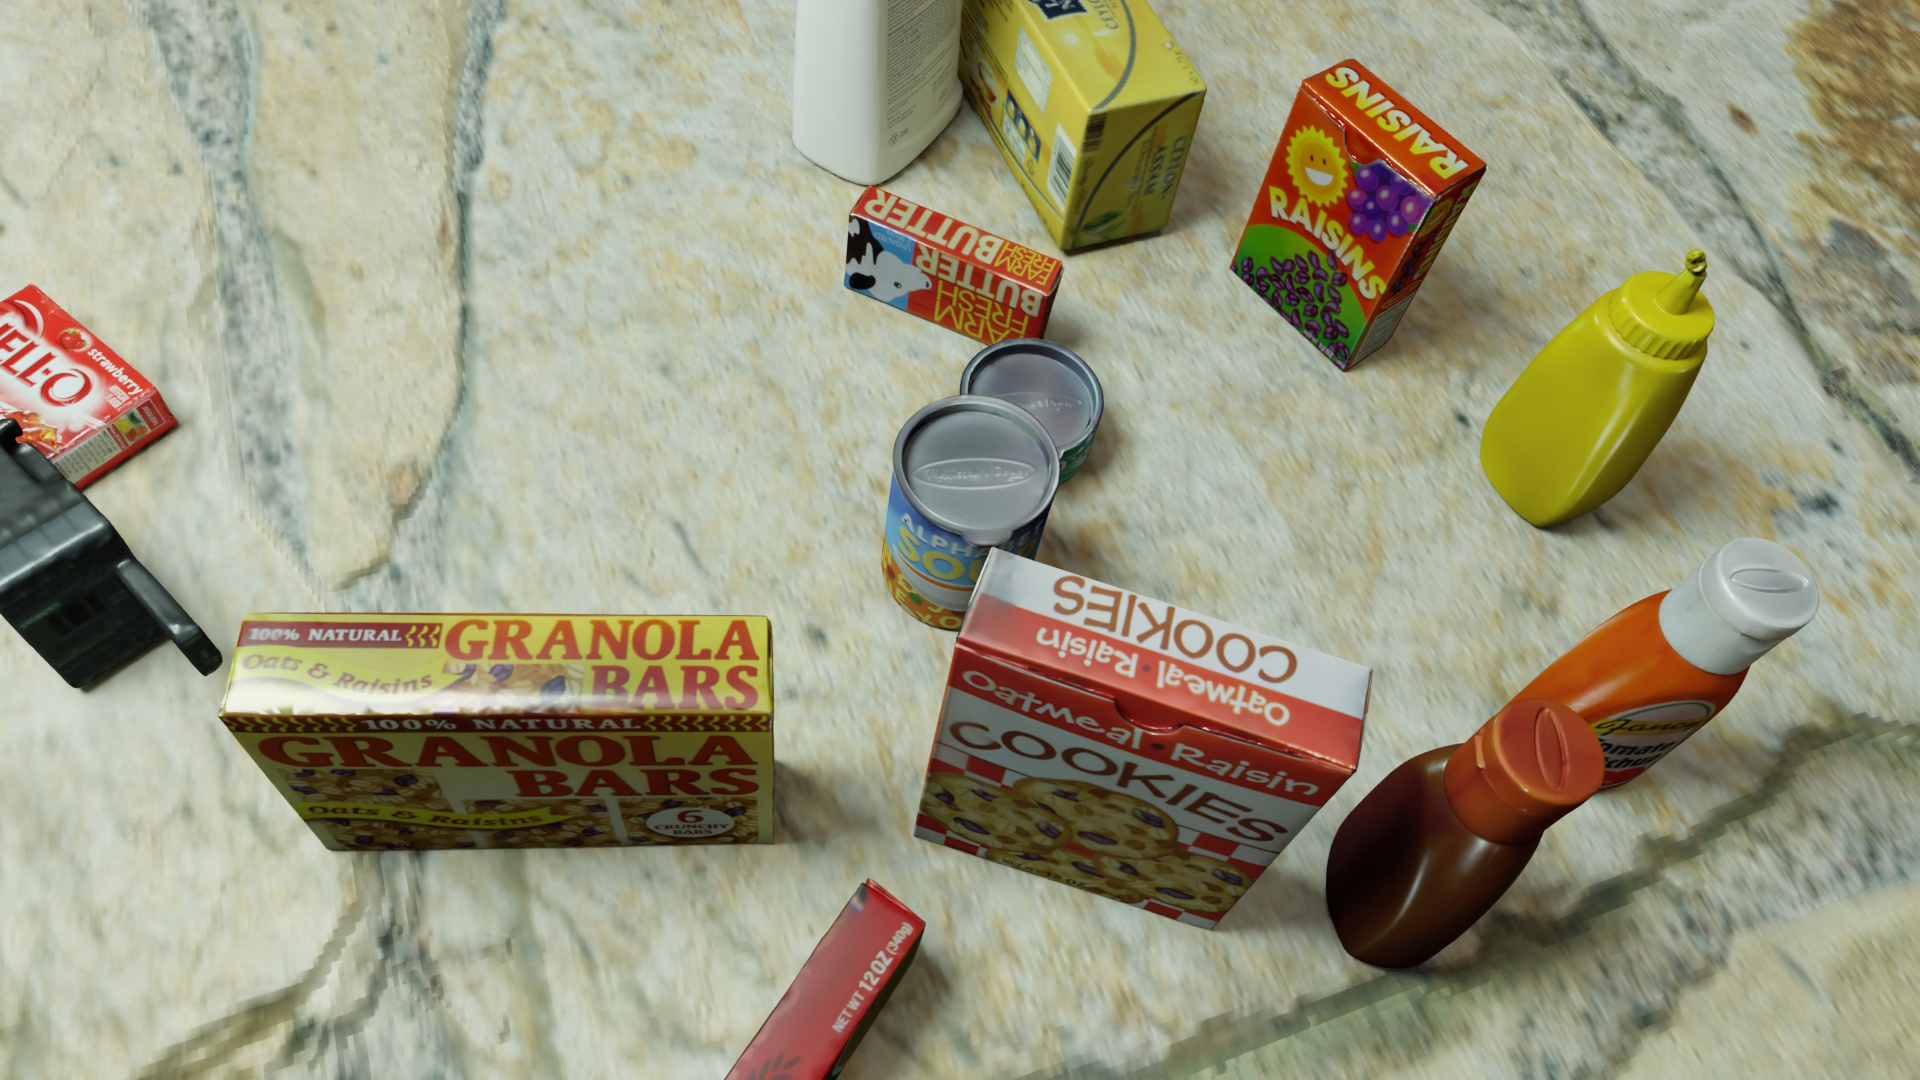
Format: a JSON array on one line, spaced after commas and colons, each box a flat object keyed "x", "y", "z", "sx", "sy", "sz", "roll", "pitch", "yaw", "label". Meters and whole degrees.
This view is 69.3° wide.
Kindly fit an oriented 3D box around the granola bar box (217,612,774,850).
[{"x": -0.148, "y": 0.069, "z": 0.484, "sx": 0.166, "sy": 0.123, "sz": 0.039, "roll": 1, "pitch": 59, "yaw": -7, "label": "granola bar box"}]

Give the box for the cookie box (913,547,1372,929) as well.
[{"x": 0.053, "y": 0.077, "z": 0.479, "sx": 0.123, "sy": 0.166, "sz": 0.040, "roll": 17, "pitch": 58, "yaw": 3, "label": "cookie box"}]

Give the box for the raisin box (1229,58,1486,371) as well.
[{"x": 0.185, "y": -0.153, "z": 0.665, "sx": 0.040, "sy": 0.122, "sz": 0.086, "roll": -31, "pitch": 67, "yaw": -23, "label": "raisin box"}]

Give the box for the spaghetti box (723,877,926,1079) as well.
[{"x": -0.091, "y": 0.222, "z": 0.440, "sx": 0.029, "sy": 0.050, "sz": 0.251, "roll": 31, "pitch": 60, "yaw": 12, "label": "spaghetti box"}]

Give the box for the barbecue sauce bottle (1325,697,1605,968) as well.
[{"x": 0.173, "y": 0.102, "z": 0.491, "sx": 0.044, "sy": 0.147, "sz": 0.065, "roll": 9, "pitch": 58, "yaw": -1, "label": "barbecue sauce bottle"}]

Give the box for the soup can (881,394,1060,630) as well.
[{"x": 0.002, "y": -0.007, "z": 0.574, "sx": 0.071, "sy": 0.083, "sz": 0.071, "roll": 3, "pitch": 58, "yaw": -5, "label": "soup can"}]

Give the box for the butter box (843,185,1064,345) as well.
[{"x": -0.004, "y": -0.127, "z": 0.666, "sx": 0.103, "sy": 0.052, "sz": 0.024, "roll": 23, "pitch": 59, "yaw": 7, "label": "butter box"}]

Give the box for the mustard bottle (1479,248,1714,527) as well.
[{"x": 0.284, "y": -0.069, "z": 0.604, "sx": 0.049, "sy": 0.159, "sz": 0.065, "roll": -21, "pitch": 63, "yaw": -19, "label": "mustard bottle"}]

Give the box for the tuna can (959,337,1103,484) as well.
[{"x": 0.031, "y": -0.056, "z": 0.638, "sx": 0.071, "sy": 0.032, "sz": 0.071, "roll": 3, "pitch": 58, "yaw": -5, "label": "tuna can"}]

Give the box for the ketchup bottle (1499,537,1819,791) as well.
[{"x": 0.266, "y": 0.051, "z": 0.534, "sx": 0.065, "sy": 0.148, "sz": 0.044, "roll": 3, "pitch": 58, "yaw": -6, "label": "ketchup bottle"}]
